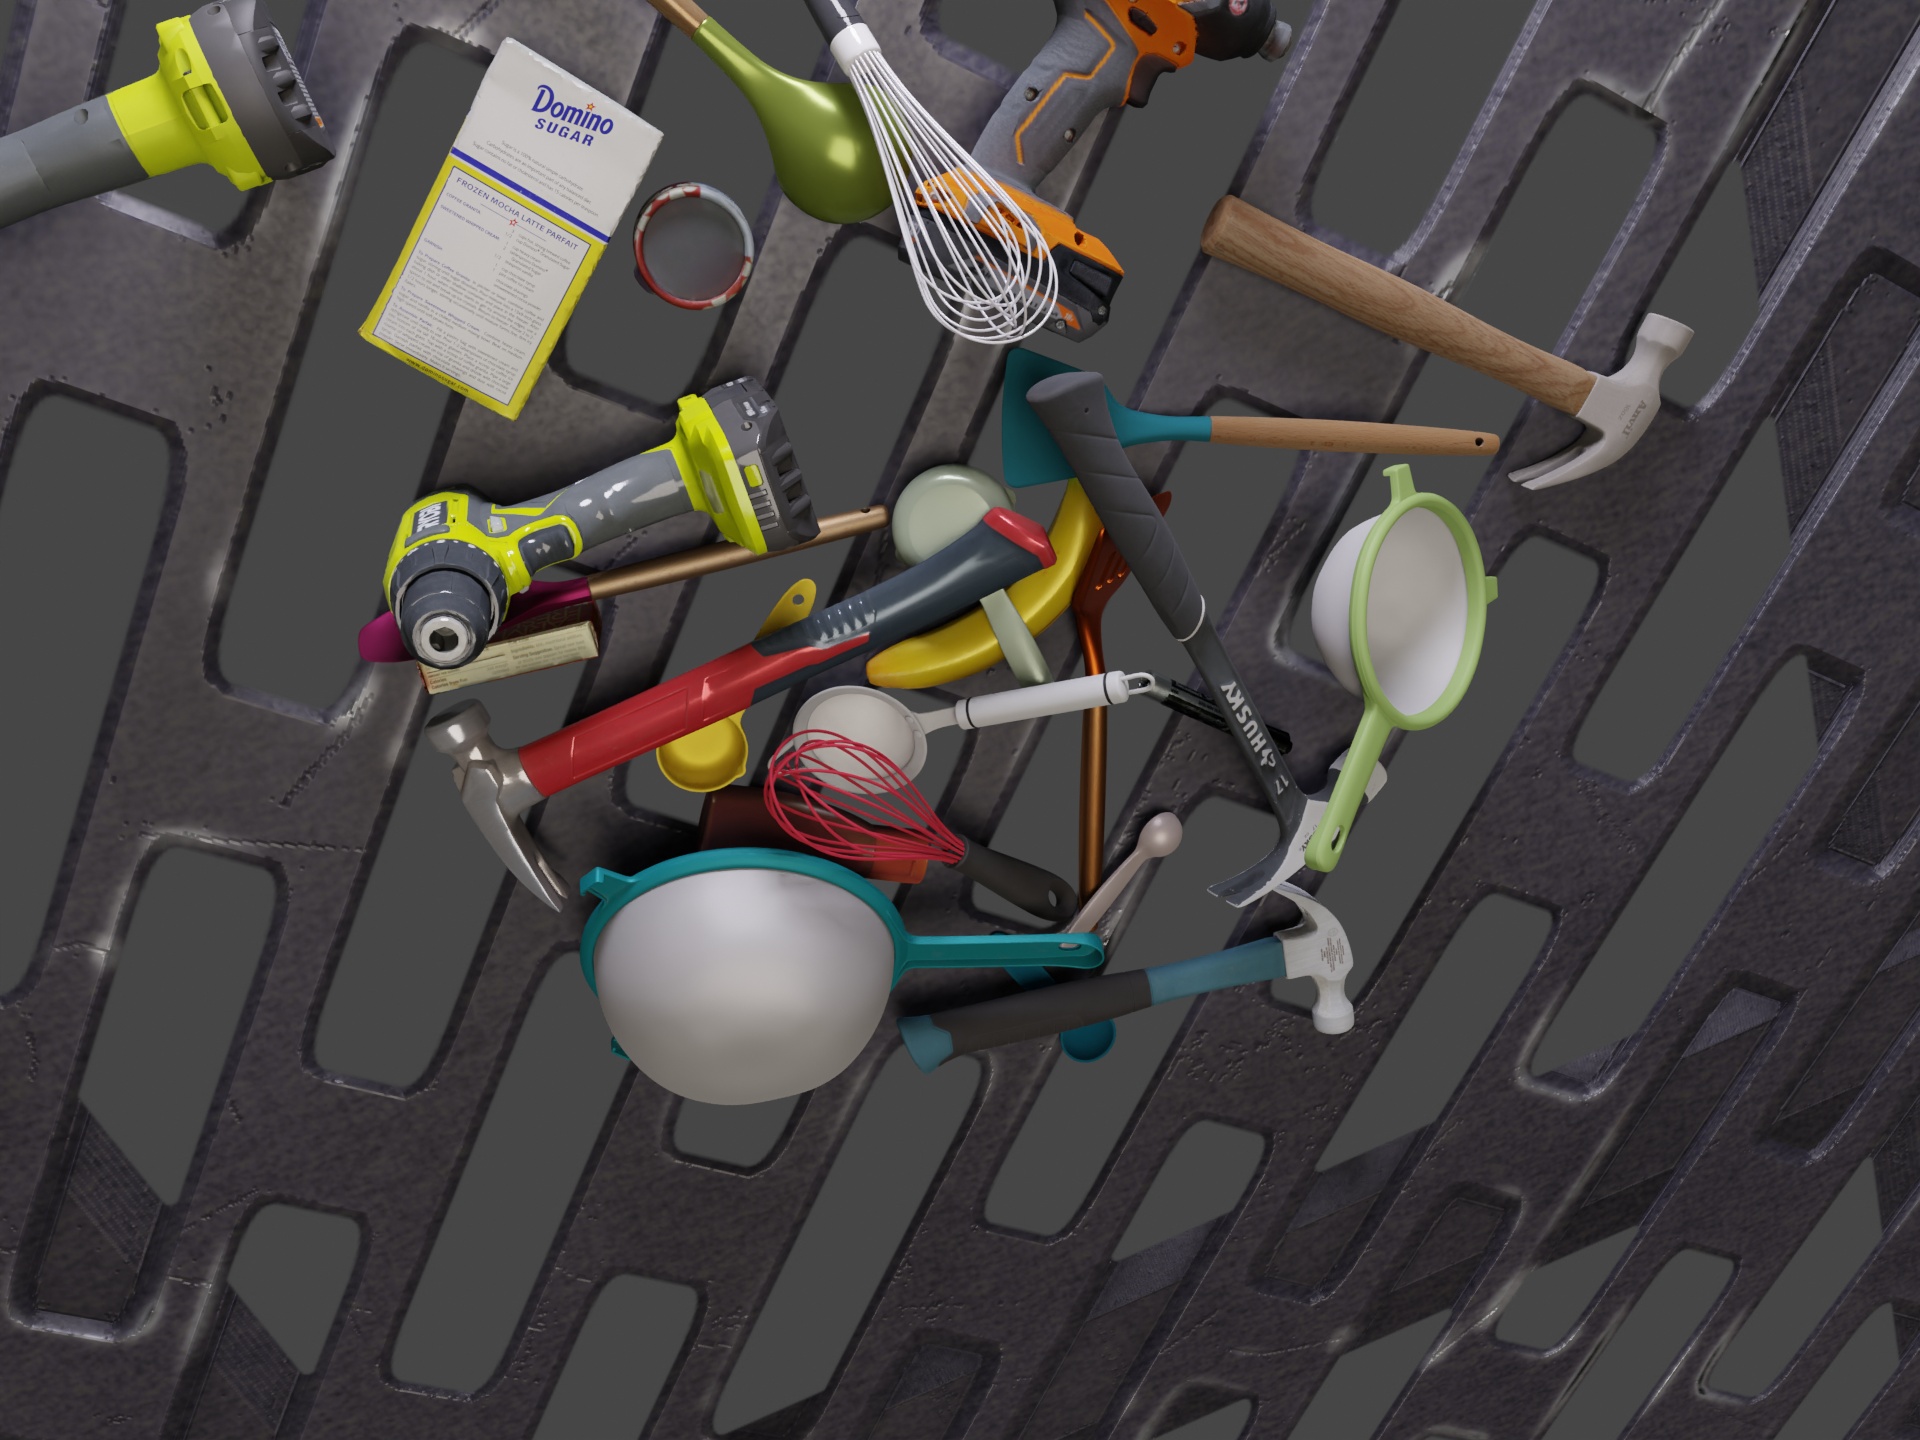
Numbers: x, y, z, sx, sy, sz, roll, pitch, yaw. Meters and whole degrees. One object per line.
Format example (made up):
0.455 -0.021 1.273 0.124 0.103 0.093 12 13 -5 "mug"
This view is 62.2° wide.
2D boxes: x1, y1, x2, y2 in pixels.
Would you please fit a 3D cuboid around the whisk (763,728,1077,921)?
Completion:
-0.016 0.078 1.013 0.295 0.073 0.073 30 105 -43 "whisk"

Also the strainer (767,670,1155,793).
-0.002 -0.003 0.982 0.258 0.050 0.086 -10 126 25 "strainer"

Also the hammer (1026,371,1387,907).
0.144 -0.047 0.982 0.149 0.036 0.408 -45 125 -14 "hammer"

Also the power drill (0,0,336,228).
-0.422 -0.268 0.758 0.223 0.171 0.080 -25 117 -10 "power drill"

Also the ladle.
-0.155 -0.382 0.832 0.320 0.062 0.078 39 110 -17 "ladle"

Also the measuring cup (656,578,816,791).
-0.136 -0.026 0.994 0.062 0.029 0.156 30 102 -22 "measuring cup"

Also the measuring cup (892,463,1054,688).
0.017 -0.078 0.964 0.083 0.038 0.167 -28 93 7 "measuring cup"

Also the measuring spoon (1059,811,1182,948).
0.112 0.116 1.098 0.124 0.018 0.034 -50 137 0 "measuring spoon"

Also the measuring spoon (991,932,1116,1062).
0.062 0.194 1.142 0.042 0.021 0.128 -42 106 0 "measuring spoon"

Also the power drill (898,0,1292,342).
0.076 -0.331 0.877 0.164 0.084 0.226 20 104 -20 "power drill"

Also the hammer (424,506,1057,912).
-0.118 -0.015 0.952 0.386 0.038 0.143 -24 111 8 "hammer"

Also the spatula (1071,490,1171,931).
0.096 0.006 1.046 0.081 0.041 0.322 -31 130 -45 "spatula"

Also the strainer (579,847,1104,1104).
-0.073 0.180 1.014 0.340 0.095 0.210 -1 135 -5 "strainer"

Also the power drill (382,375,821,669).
-0.199 -0.103 0.859 0.228 0.191 0.080 -21 116 -7 "power drill"

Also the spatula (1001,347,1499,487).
0.180 -0.176 0.973 0.317 0.044 0.082 1 93 -6 "spatula"

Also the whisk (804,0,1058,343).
-0.037 -0.317 0.814 0.070 0.070 0.284 -30 85 2 "whisk"

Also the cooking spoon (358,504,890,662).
-0.195 -0.084 0.944 0.319 0.069 0.017 -16 129 -11 "cooking spoon"

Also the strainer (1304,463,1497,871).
0.253 -0.025 1.016 0.151 0.069 0.256 37 71 -39 "strainer"

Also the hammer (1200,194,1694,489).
0.296 -0.242 0.989 0.331 0.031 0.130 18 108 -18 "hammer"

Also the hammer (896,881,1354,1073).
0.119 0.193 1.124 0.331 0.033 0.128 -12 106 -10 "hammer"
